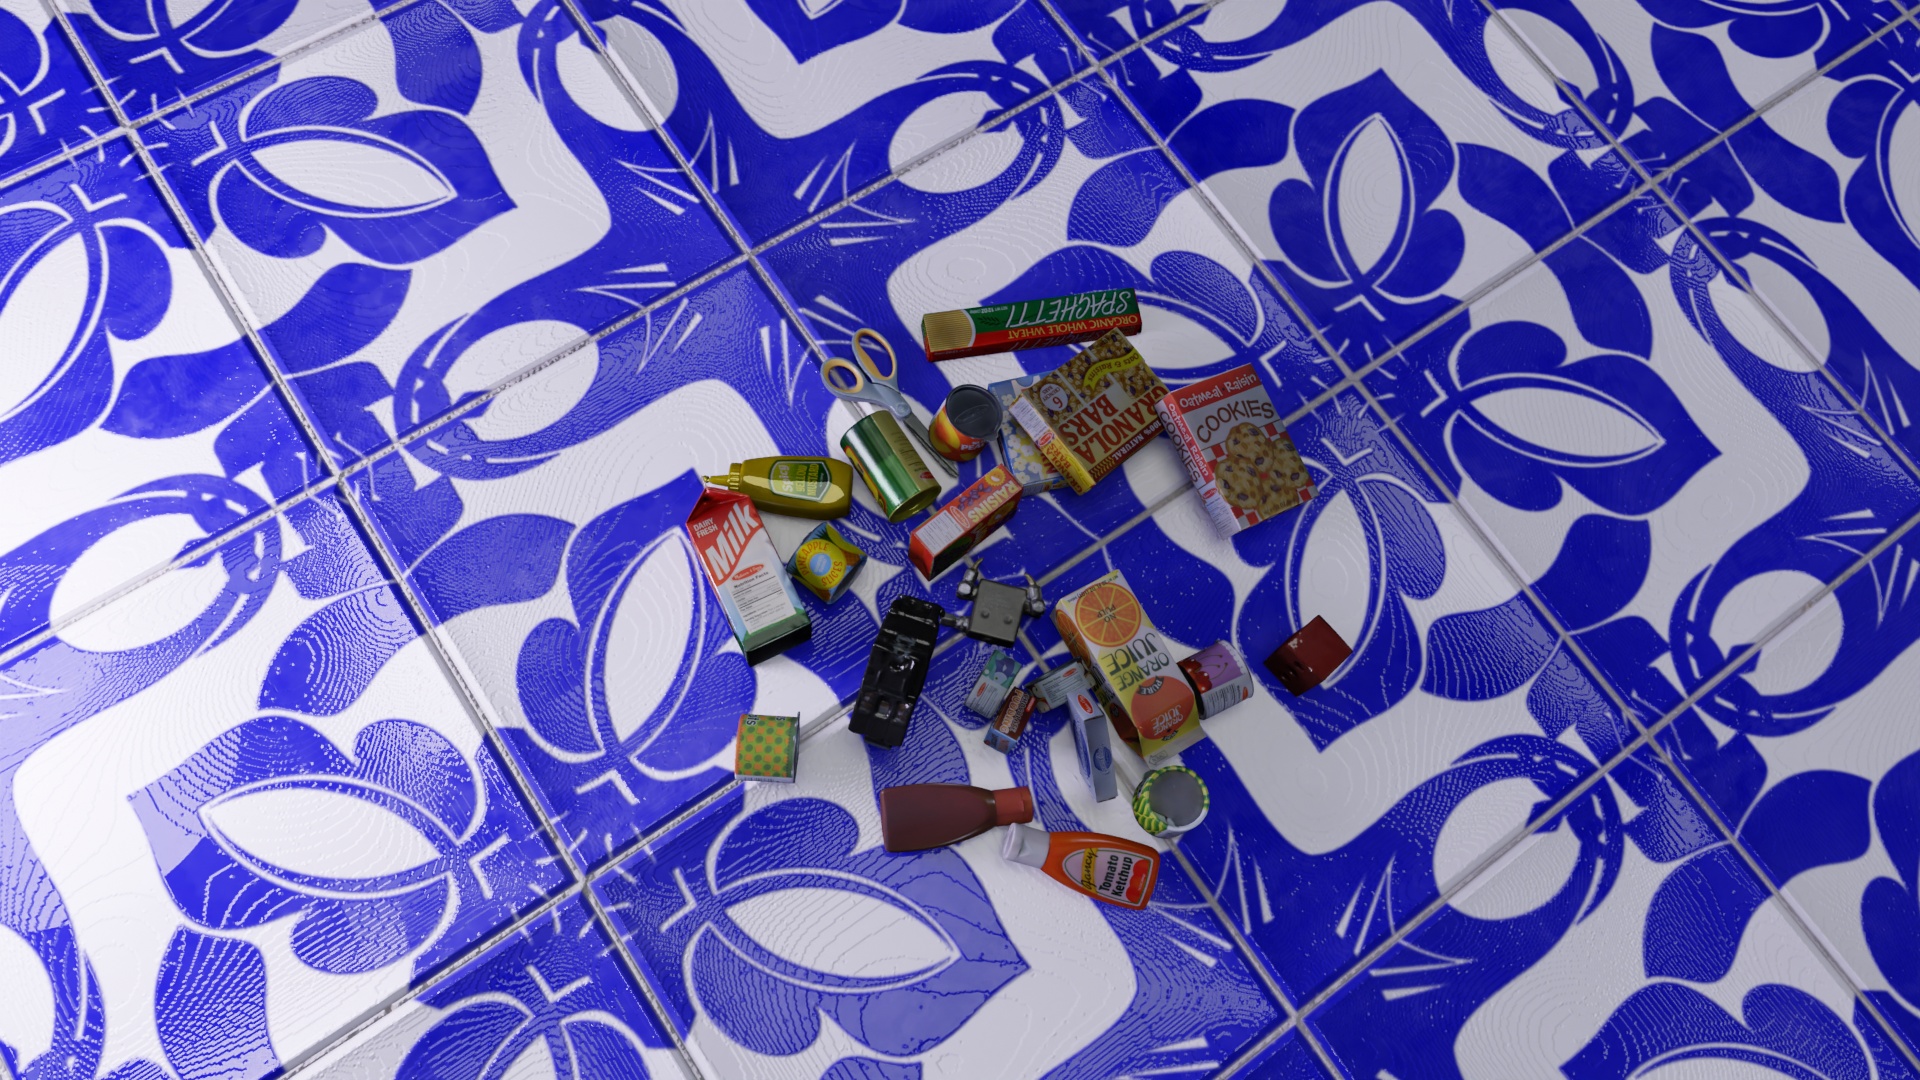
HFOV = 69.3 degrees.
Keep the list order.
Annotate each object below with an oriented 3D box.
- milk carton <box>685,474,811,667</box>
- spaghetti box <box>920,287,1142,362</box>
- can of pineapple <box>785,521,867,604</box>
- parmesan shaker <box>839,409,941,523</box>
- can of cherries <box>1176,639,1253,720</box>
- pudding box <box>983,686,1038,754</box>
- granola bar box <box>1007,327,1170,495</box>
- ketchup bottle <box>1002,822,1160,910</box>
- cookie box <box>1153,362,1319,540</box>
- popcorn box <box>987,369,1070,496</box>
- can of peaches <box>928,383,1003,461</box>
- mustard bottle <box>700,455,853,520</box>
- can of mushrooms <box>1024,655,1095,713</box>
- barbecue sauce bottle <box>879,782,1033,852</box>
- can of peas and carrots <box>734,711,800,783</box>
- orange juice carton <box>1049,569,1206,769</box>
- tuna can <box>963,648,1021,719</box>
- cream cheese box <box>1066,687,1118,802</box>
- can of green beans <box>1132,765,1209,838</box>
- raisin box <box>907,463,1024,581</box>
[{"bbox_3d":[-0.225,0.025,1.423,0.073,0.072,0.191,-25,76,-13],"label":"milk carton"},{"bbox_3d":[0.082,-0.244,1.569,0.250,0.028,0.050,-9,73,-8],"label":"spaghetti box"},{"bbox_3d":[-0.138,0.024,1.433,0.058,0.070,0.071,38,72,7],"label":"can of pineapple"},{"bbox_3d":[-0.074,-0.079,1.478,0.071,0.071,0.103,-31,76,-15],"label":"parmesan shaker"},{"bbox_3d":[0.259,0.143,1.435,0.058,0.071,0.071,-24,75,-12],"label":"can of cherries"},{"bbox_3d":[0.050,0.181,1.389,0.030,0.083,0.050,29,71,4],"label":"pudding box"},{"bbox_3d":[0.150,-0.142,1.502,0.166,0.039,0.124,-37,87,-33],"label":"granola bar box"},{"bbox_3d":[0.117,0.314,1.361,0.149,0.043,0.064,17,92,-6],"label":"ketchup bottle"},{"bbox_3d":[0.299,-0.099,1.510,0.123,0.040,0.167,-21,81,-29],"label":"cookie box"},{"bbox_3d":[0.084,-0.117,1.520,0.085,0.038,0.127,-13,73,-9],"label":"popcorn box"},{"bbox_3d":[0.006,-0.124,1.497,0.071,0.057,0.071,9,63,-18],"label":"can of peaches"},{"bbox_3d":[-0.194,-0.058,1.466,0.160,0.048,0.065,3,69,-5],"label":"mustard bottle"},{"bbox_3d":[0.102,0.147,1.416,0.071,0.071,0.033,-28,87,-14],"label":"can of mushrooms"},{"bbox_3d":[-0.004,0.269,1.375,0.149,0.043,0.065,-5,81,-8],"label":"barbecue sauce bottle"},{"bbox_3d":[-0.189,0.202,1.367,0.059,0.070,0.071,4,71,-4],"label":"can of peas and carrots"},{"bbox_3d":[0.174,0.134,1.424,0.072,0.072,0.193,-27,76,-14],"label":"orange juice carton"},{"bbox_3d":[0.034,0.145,1.412,0.033,0.071,0.071,30,71,4],"label":"tuna can"},{"bbox_3d":[0.131,0.203,1.377,0.024,0.053,0.103,-16,118,-8],"label":"cream cheese box"},{"bbox_3d":[0.210,0.262,1.391,0.071,0.057,0.071,2,71,-5],"label":"can of green beans"},{"bbox_3d":[0.005,-0.018,1.453,0.124,0.085,0.040,-38,77,-16],"label":"raisin box"}]
